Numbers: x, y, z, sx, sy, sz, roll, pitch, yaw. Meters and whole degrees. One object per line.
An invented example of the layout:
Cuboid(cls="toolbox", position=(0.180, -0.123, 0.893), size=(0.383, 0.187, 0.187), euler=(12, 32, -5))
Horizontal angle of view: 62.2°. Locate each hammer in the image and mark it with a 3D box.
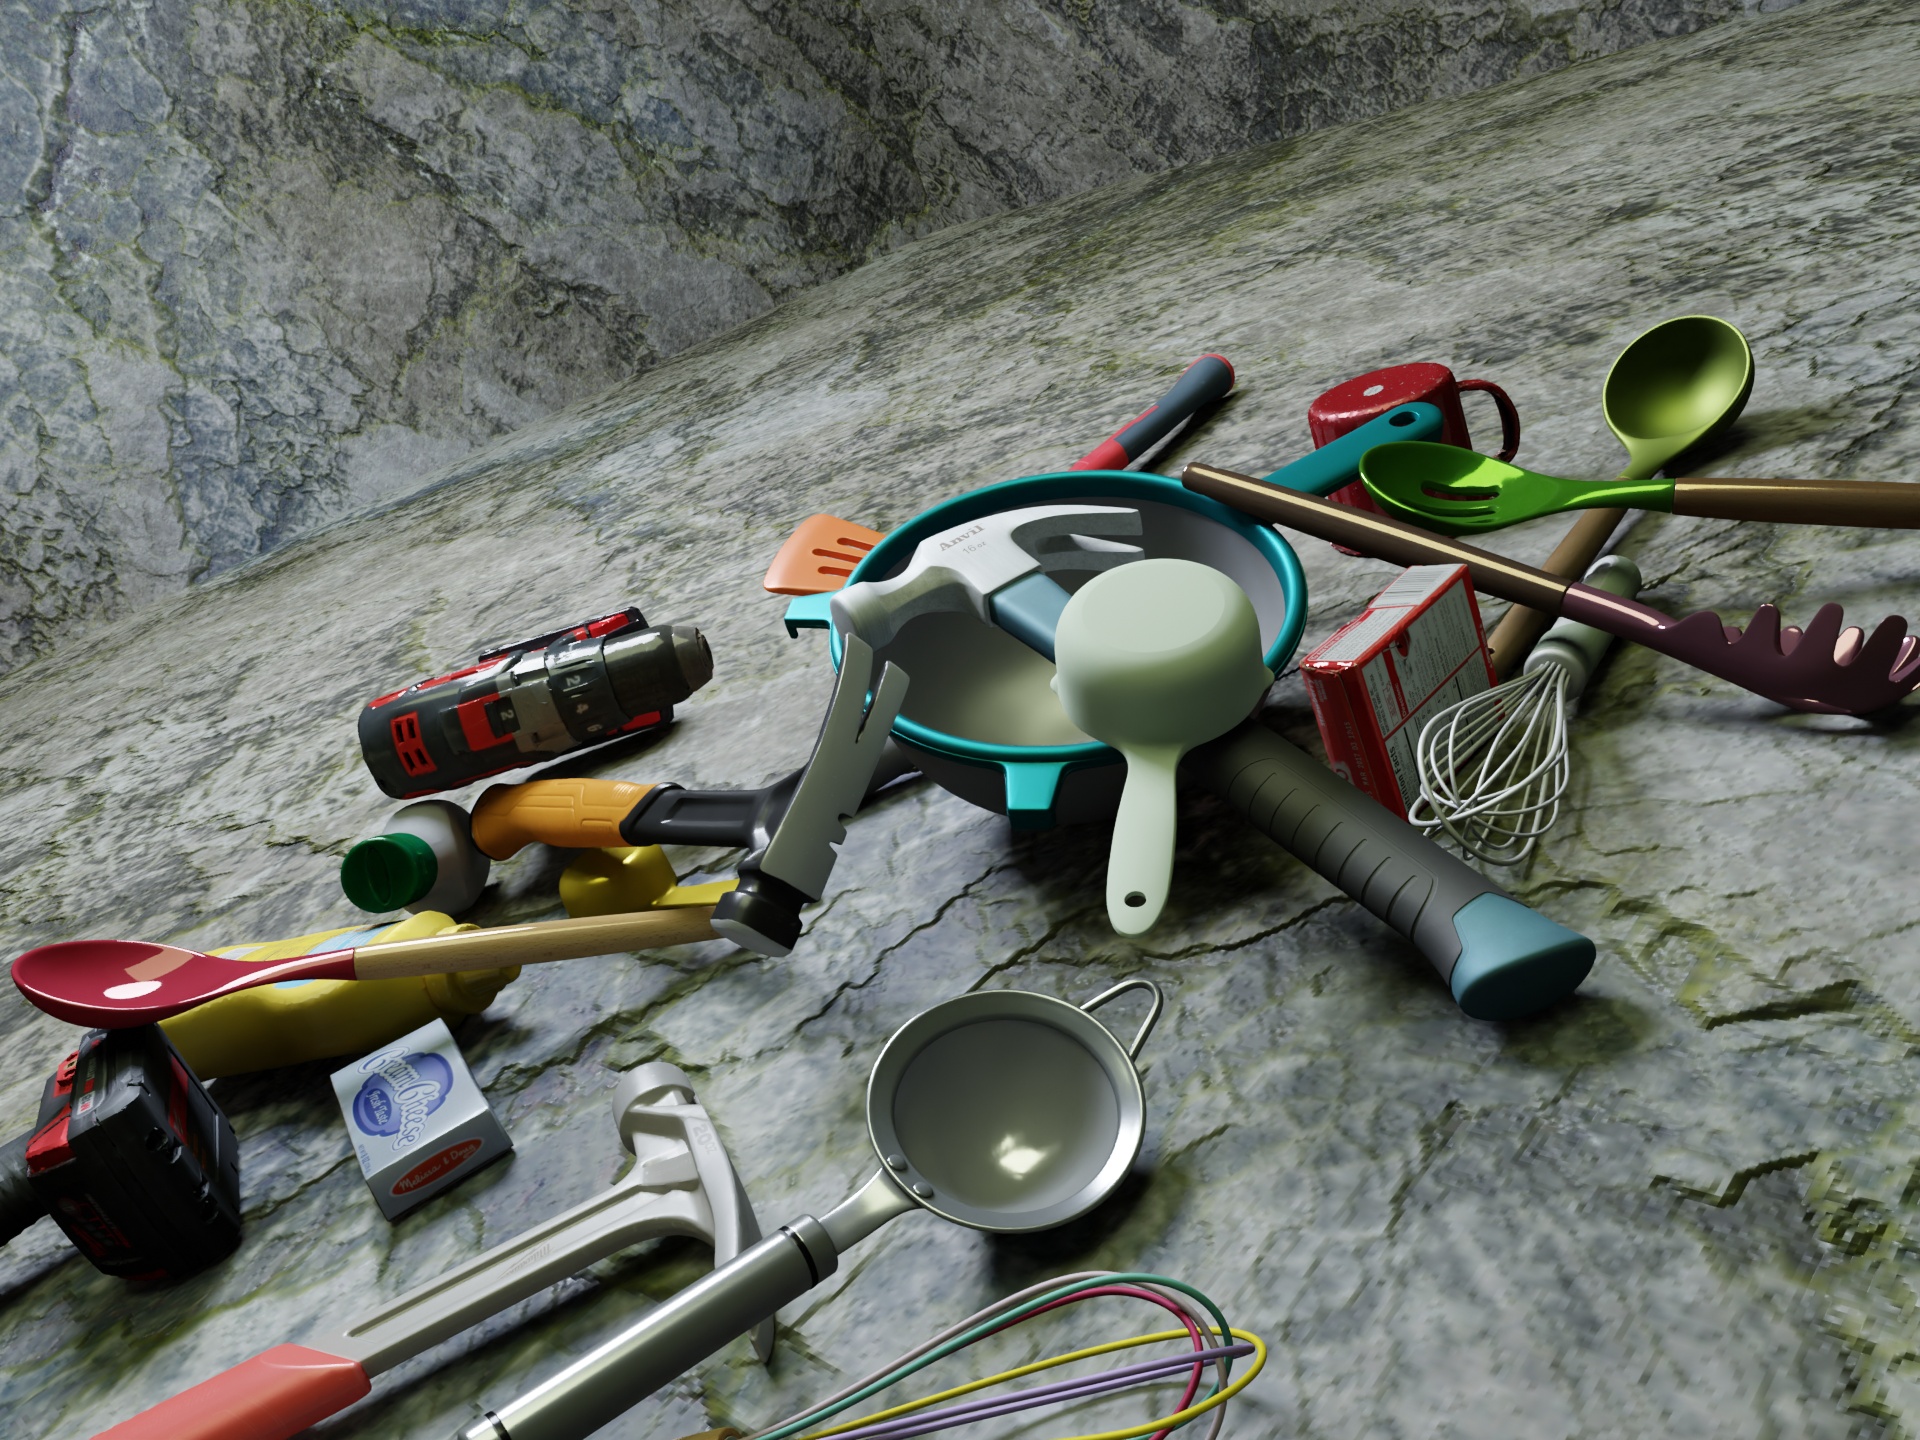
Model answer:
Cuboid(cls="hammer", position=(-0.148, 0.036, 0.733), size=(0.337, 0.034, 0.127), euler=(-5, 56, 53))
Cuboid(cls="hammer", position=(-0.234, 0.227, 0.498), size=(0.359, 0.036, 0.149), euler=(-25, 22, -12))
Cuboid(cls="hammer", position=(0.122, -0.196, 1.148), size=(0.143, 0.038, 0.386), euler=(-17, 17, 41))
Cuboid(cls="hammer", position=(0.087, 0.003, 0.594), size=(0.128, 0.033, 0.331), euler=(-30, 44, -20))

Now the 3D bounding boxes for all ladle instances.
Cuboid(cls="ladle", position=(0.314, -0.112, 0.782), size=(0.078, 0.062, 0.320), euler=(-2, 31, 45))
Cuboid(cls="ladle", position=(-0.234, 0.101, 0.688), size=(0.315, 0.031, 0.069), euler=(-5, 17, -12))

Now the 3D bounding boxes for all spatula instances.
Cuboid(cls="spatula", position=(0.040, -0.103, 0.880), size=(0.322, 0.041, 0.081), euler=(-6, 37, 29))

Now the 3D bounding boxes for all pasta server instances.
Cuboid(cls="pasta server", position=(0.225, -0.065, 0.647), size=(0.316, 0.040, 0.060), euler=(26, 10, 35))

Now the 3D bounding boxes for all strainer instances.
Cuboid(cls="strainer", position=(-0.038, 0.149, 0.459), size=(0.258, 0.050, 0.087), euler=(-25, 48, -32))
Cuboid(cls="strainer", position=(0.103, -0.049, 0.752), size=(0.340, 0.095, 0.211), euler=(-29, 43, -23))

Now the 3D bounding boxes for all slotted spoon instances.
Cuboid(cls="slotted spoon", position=(0.328, -0.092, 0.669), size=(0.314, 0.031, 0.070), euler=(6, 38, 21))

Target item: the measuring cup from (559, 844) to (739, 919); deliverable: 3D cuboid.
Cuboid(cls="measuring cup", position=(-0.135, 0.074, 0.772), size=(0.156, 0.029, 0.062), euler=(-8, 25, 36))

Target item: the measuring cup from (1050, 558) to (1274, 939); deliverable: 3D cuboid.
Cuboid(cls="measuring cup", position=(0.064, 0.002, 0.545), size=(0.083, 0.038, 0.168), euler=(-1, 40, 13))

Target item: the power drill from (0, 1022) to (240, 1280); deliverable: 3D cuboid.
Cuboid(cls="power drill", position=(-0.408, 0.218, 0.627), size=(0.219, 0.078, 0.143), euler=(-30, 23, -16))

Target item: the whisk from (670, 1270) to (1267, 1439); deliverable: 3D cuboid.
Cuboid(cls="whisk", position=(-0.040, 0.188, 0.408), size=(0.245, 0.051, 0.047), euler=(-19, 27, 13))

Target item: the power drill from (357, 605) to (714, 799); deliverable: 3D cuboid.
Cuboid(cls="power drill", position=(-0.224, -0.018, 0.926), size=(0.188, 0.080, 0.227), euler=(-17, 6, 1))

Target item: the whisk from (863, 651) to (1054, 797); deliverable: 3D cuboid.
Cuboid(cls="whisk", position=(-0.001, -0.003, 0.817), size=(0.239, 0.055, 0.055), euler=(-28, 22, -5))

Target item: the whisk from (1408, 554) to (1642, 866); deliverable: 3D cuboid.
Cuboid(cls="whisk", position=(0.235, -0.015, 0.638), size=(0.058, 0.059, 0.246), euler=(-39, 0, 43))
